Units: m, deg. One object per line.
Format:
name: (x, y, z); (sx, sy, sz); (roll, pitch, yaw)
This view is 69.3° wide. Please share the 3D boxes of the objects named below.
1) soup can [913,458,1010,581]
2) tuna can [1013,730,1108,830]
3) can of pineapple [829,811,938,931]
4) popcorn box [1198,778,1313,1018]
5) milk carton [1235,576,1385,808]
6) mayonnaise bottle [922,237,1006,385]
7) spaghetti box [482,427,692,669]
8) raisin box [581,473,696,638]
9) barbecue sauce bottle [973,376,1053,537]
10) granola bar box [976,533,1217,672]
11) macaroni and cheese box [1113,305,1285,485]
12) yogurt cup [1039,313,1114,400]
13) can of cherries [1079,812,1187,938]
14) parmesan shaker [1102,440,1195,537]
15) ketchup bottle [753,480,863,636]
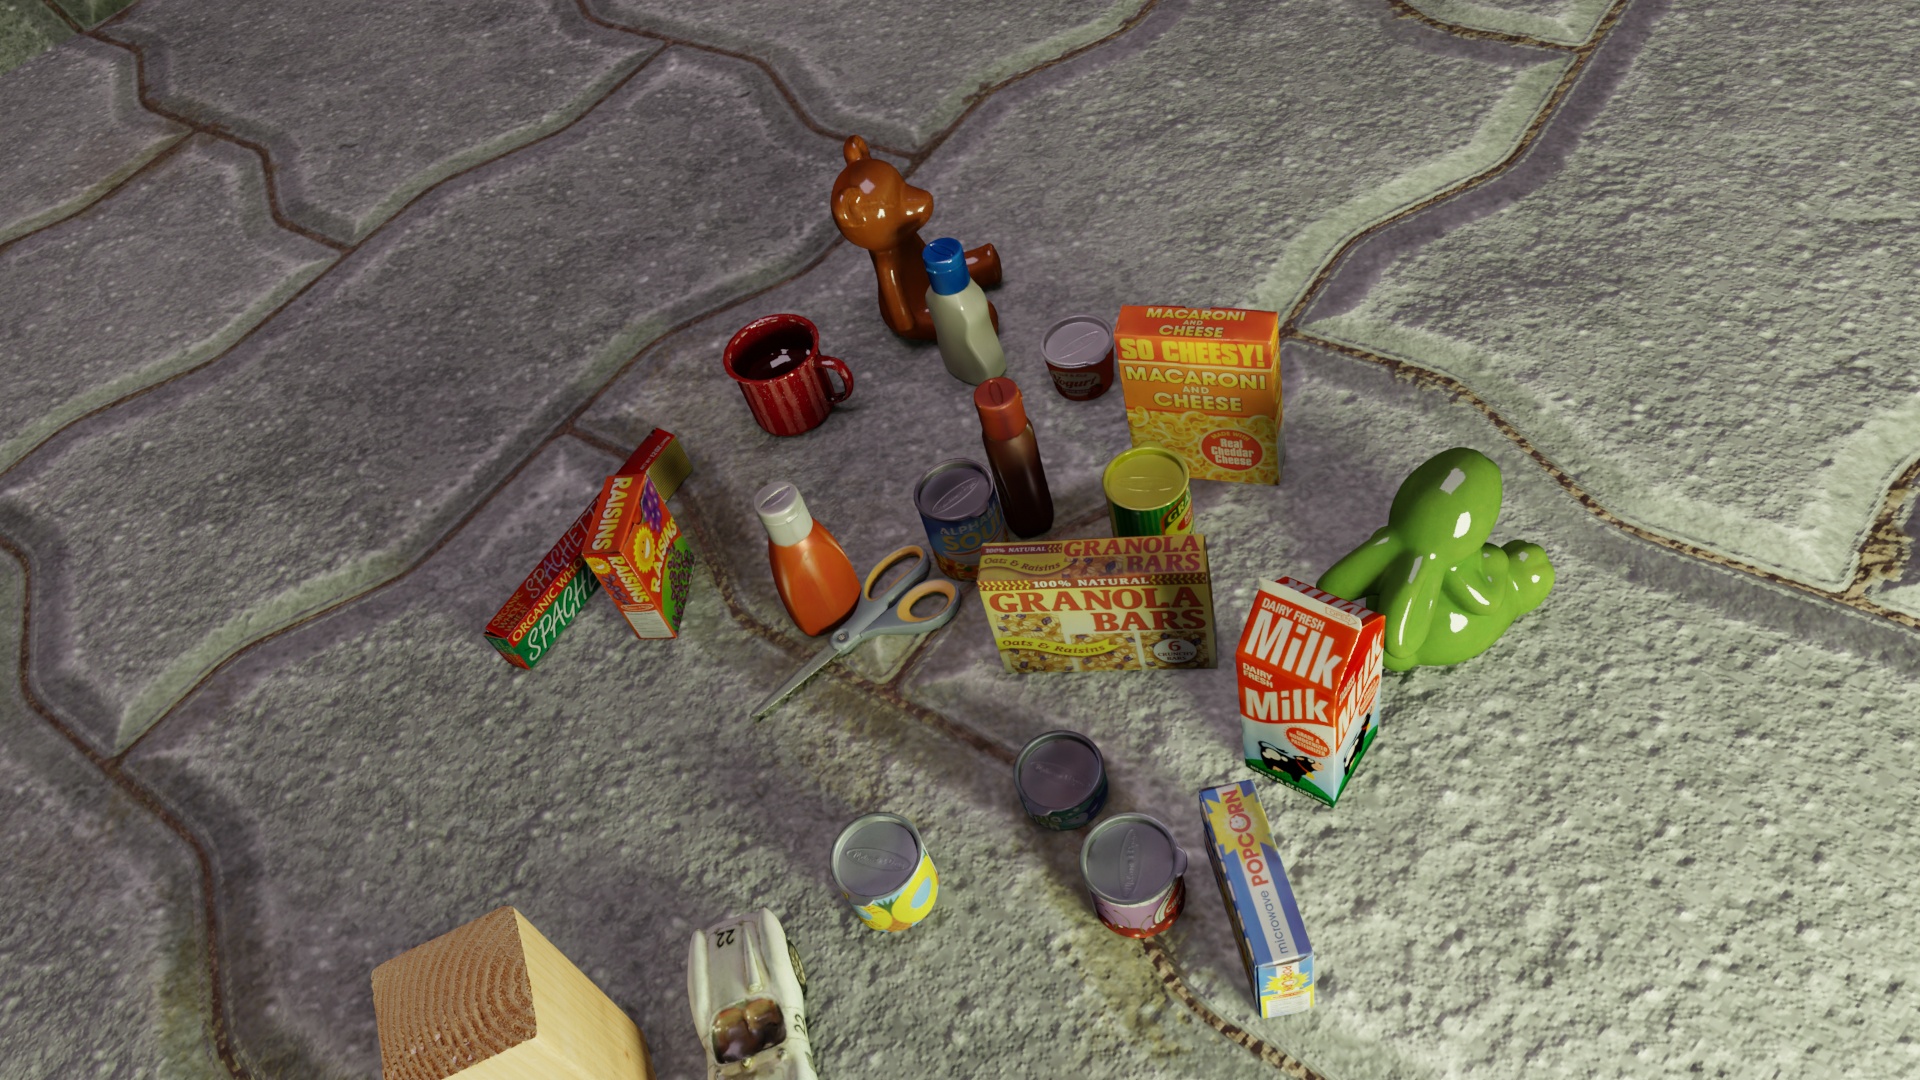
soup can: (0.004, -0.014, 1.148); (0.071, 0.083, 0.072); (-8, 50, 9)
tuna can: (0.072, 0.176, 1.005); (0.071, 0.032, 0.071); (-7, 50, 9)
can of pineapple: (-0.054, 0.234, 0.974); (0.071, 0.057, 0.071); (-8, 50, 9)
popcorn box: (0.190, 0.230, 0.894); (0.038, 0.084, 0.127); (-15, 49, 3)
milk carton: (0.234, 0.093, 0.927); (0.072, 0.189, 0.074); (23, 61, 30)
mayonnaise bottle: (0.000, -0.208, 1.267); (0.065, 0.147, 0.041); (28, 63, 32)
spaghetti box: (-0.328, 0.005, 1.243); (0.029, 0.050, 0.251); (17, 58, 27)
raisin box: (-0.268, 0.015, 1.170); (0.040, 0.122, 0.086); (-3, 51, 13)
barbecue sauce bottle: (0.043, -0.070, 1.141); (0.044, 0.147, 0.065); (-17, 49, 1)
granola bar box: (0.106, 0.049, 1.041); (0.165, 0.123, 0.039); (-3, 51, 13)
macaroni and cheese box: (0.196, -0.117, 1.127); (0.124, 0.165, 0.040); (6, 53, 20)
yogurt cup: (0.109, -0.164, 1.263); (0.072, 0.053, 0.073); (-8, 50, 9)
can of cherries: (0.119, 0.227, 0.934); (0.071, 0.058, 0.072); (-8, 50, 9)
parmesan shaker: (0.152, -0.019, 1.099); (0.071, 0.102, 0.072); (-8, 50, 9)
ketchup bottle: (-0.125, 0.013, 1.116); (0.065, 0.148, 0.043); (-38, 52, -17)
